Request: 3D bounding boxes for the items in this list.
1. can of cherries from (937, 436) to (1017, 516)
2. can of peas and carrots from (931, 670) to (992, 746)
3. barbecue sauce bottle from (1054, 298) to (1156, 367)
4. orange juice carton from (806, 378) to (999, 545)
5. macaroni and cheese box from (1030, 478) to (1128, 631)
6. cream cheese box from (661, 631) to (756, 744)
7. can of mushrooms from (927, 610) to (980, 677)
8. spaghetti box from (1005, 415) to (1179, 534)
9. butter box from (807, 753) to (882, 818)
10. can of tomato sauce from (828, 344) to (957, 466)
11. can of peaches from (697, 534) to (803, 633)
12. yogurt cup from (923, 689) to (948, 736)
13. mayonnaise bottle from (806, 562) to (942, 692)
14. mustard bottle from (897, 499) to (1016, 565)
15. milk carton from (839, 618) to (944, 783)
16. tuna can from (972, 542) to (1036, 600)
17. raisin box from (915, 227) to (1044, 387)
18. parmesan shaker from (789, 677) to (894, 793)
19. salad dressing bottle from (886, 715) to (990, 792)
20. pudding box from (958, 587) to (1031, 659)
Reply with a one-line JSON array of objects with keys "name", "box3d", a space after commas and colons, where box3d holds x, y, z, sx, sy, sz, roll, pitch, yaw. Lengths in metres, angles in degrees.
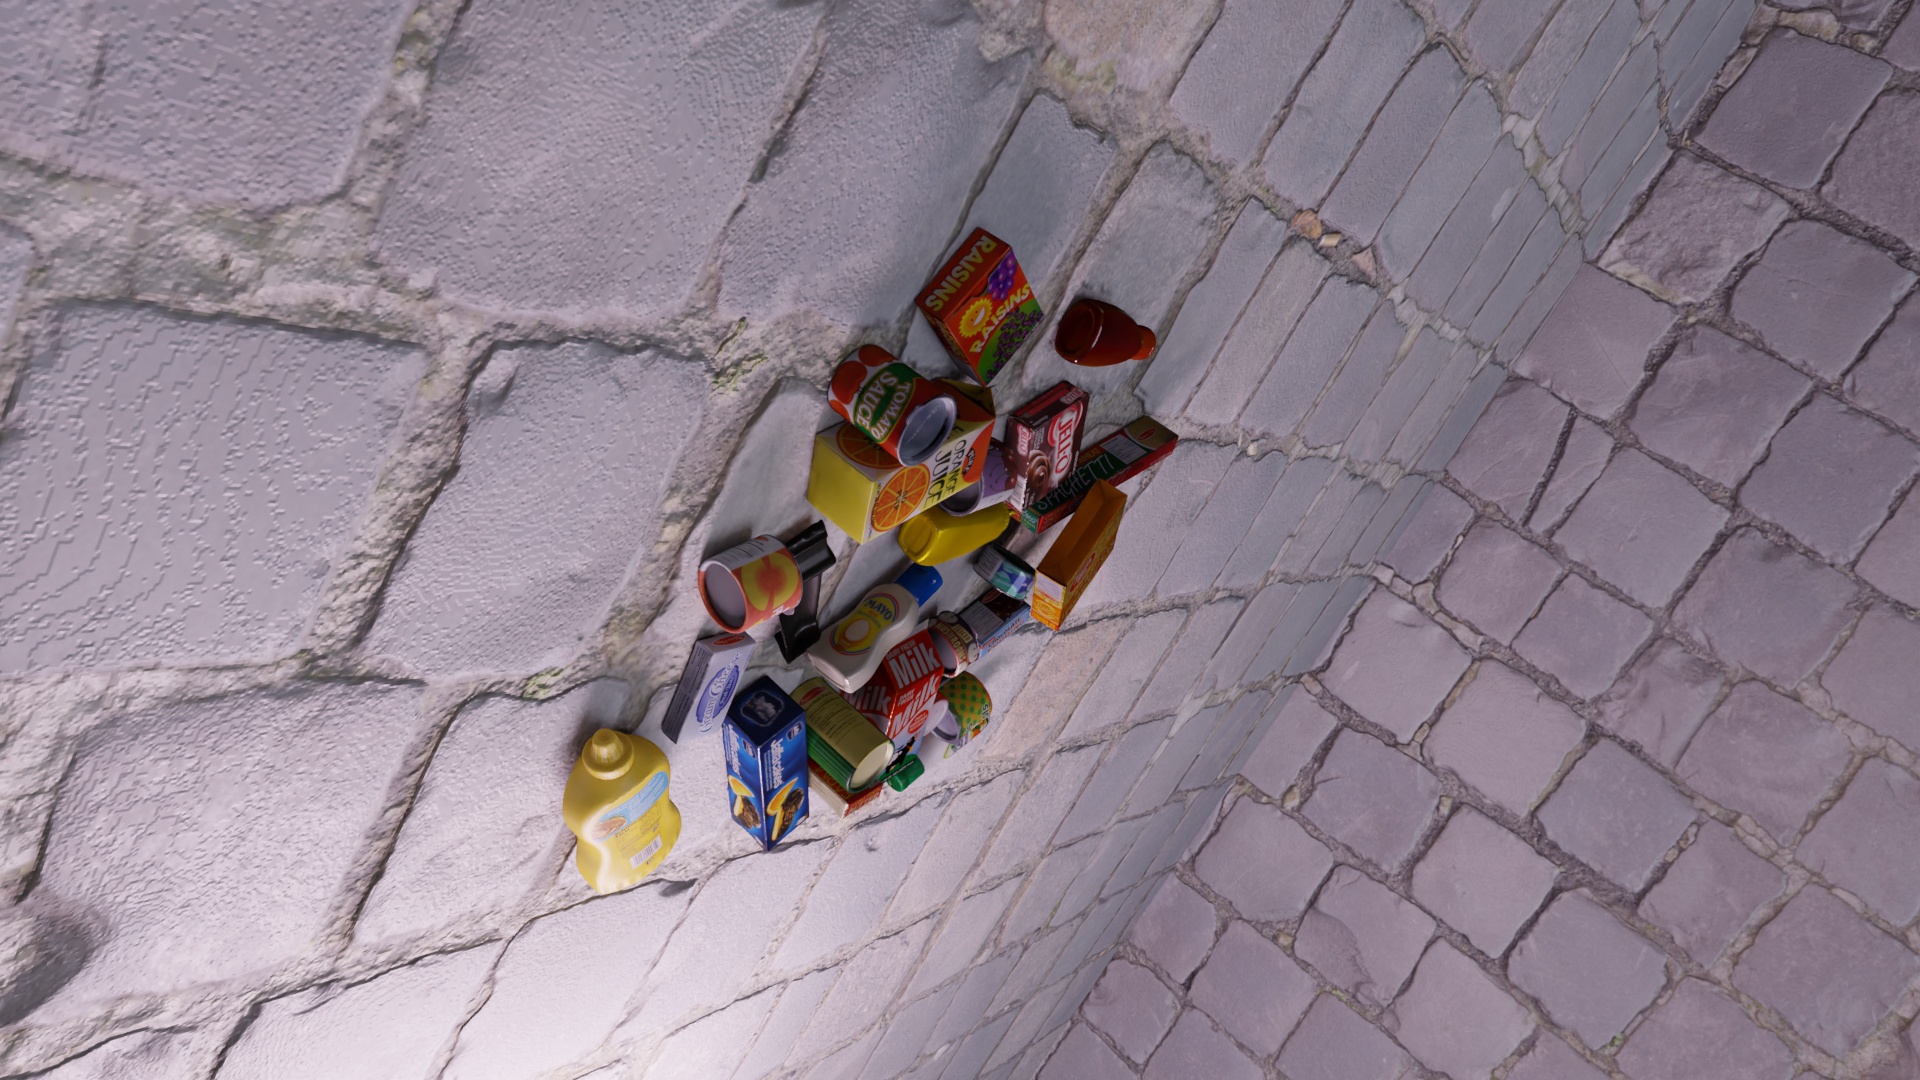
[{"name": "can of cherries", "box3d": [0.011, -0.064, 1.307, 0.058, 0.071, 0.071, -21, 141, -48]}, {"name": "can of peas and carrots", "box3d": [-0.004, 0.194, 1.609, 0.059, 0.071, 0.070, -34, 150, -34]}, {"name": "barbecue sauce bottle", "box3d": [0.150, -0.203, 1.385, 0.149, 0.044, 0.064, -4, 127, -59]}, {"name": "orange juice carton", "box3d": [-0.037, -0.077, 1.198, 0.193, 0.073, 0.071, -30, 147, -39]}, {"name": "macaroni and cheese box", "box3d": [0.126, 0.018, 1.507, 0.124, 0.040, 0.166, -54, 168, -16]}, {"name": "cream cheese box", "box3d": [-0.220, 0.128, 1.213, 0.053, 0.024, 0.103, -10, 132, -53]}, {"name": "can of mushrooms", "box3d": [-0.012, 0.110, 1.489, 0.033, 0.071, 0.070, -32, 148, -33]}, {"name": "spaghetti box", "box3d": [0.148, -0.076, 1.538, 0.251, 0.050, 0.028, -30, 146, -38]}, {"name": "butter box", "box3d": [-0.133, 0.232, 1.403, 0.053, 0.104, 0.024, -25, 144, -45]}, {"name": "can of tomato sauce", "box3d": [-0.056, -0.109, 1.112, 0.071, 0.083, 0.070, -39, 152, -26]}, {"name": "can of peaches", "box3d": [-0.170, 0.037, 1.127, 0.058, 0.071, 0.070, -26, 144, -42]}, {"name": "yogurt cup", "box3d": [-0.050, 0.181, 1.534, 0.073, 0.054, 0.072, -40, 153, -25]}, {"name": "mayonnaise bottle", "box3d": [-0.078, 0.078, 1.348, 0.149, 0.065, 0.041, -45, 150, -24]}, {"name": "mustard bottle", "box3d": [0.005, -0.017, 1.374, 0.161, 0.049, 0.065, -15, 147, -53]}, {"name": "milk carton", "box3d": [-0.076, 0.162, 1.443, 0.072, 0.073, 0.189, -26, 144, -43]}, {"name": "tuna can", "box3d": [0.051, 0.034, 1.496, 0.032, 0.071, 0.071, -57, 154, 9]}, {"name": "raisin box", "box3d": [0.019, -0.195, 1.178, 0.086, 0.040, 0.123, -49, 154, -5]}, {"name": "parmesan shaker", "box3d": [-0.124, 0.194, 1.368, 0.071, 0.103, 0.071, -39, 152, -25]}, {"name": "salad dressing bottle", "box3d": [-0.029, 0.243, 1.661, 0.148, 0.044, 0.064, -37, 149, -30]}, {"name": "pudding box", "box3d": [0.034, 0.090, 1.562, 0.084, 0.050, 0.030, -37, 152, -29]}]
